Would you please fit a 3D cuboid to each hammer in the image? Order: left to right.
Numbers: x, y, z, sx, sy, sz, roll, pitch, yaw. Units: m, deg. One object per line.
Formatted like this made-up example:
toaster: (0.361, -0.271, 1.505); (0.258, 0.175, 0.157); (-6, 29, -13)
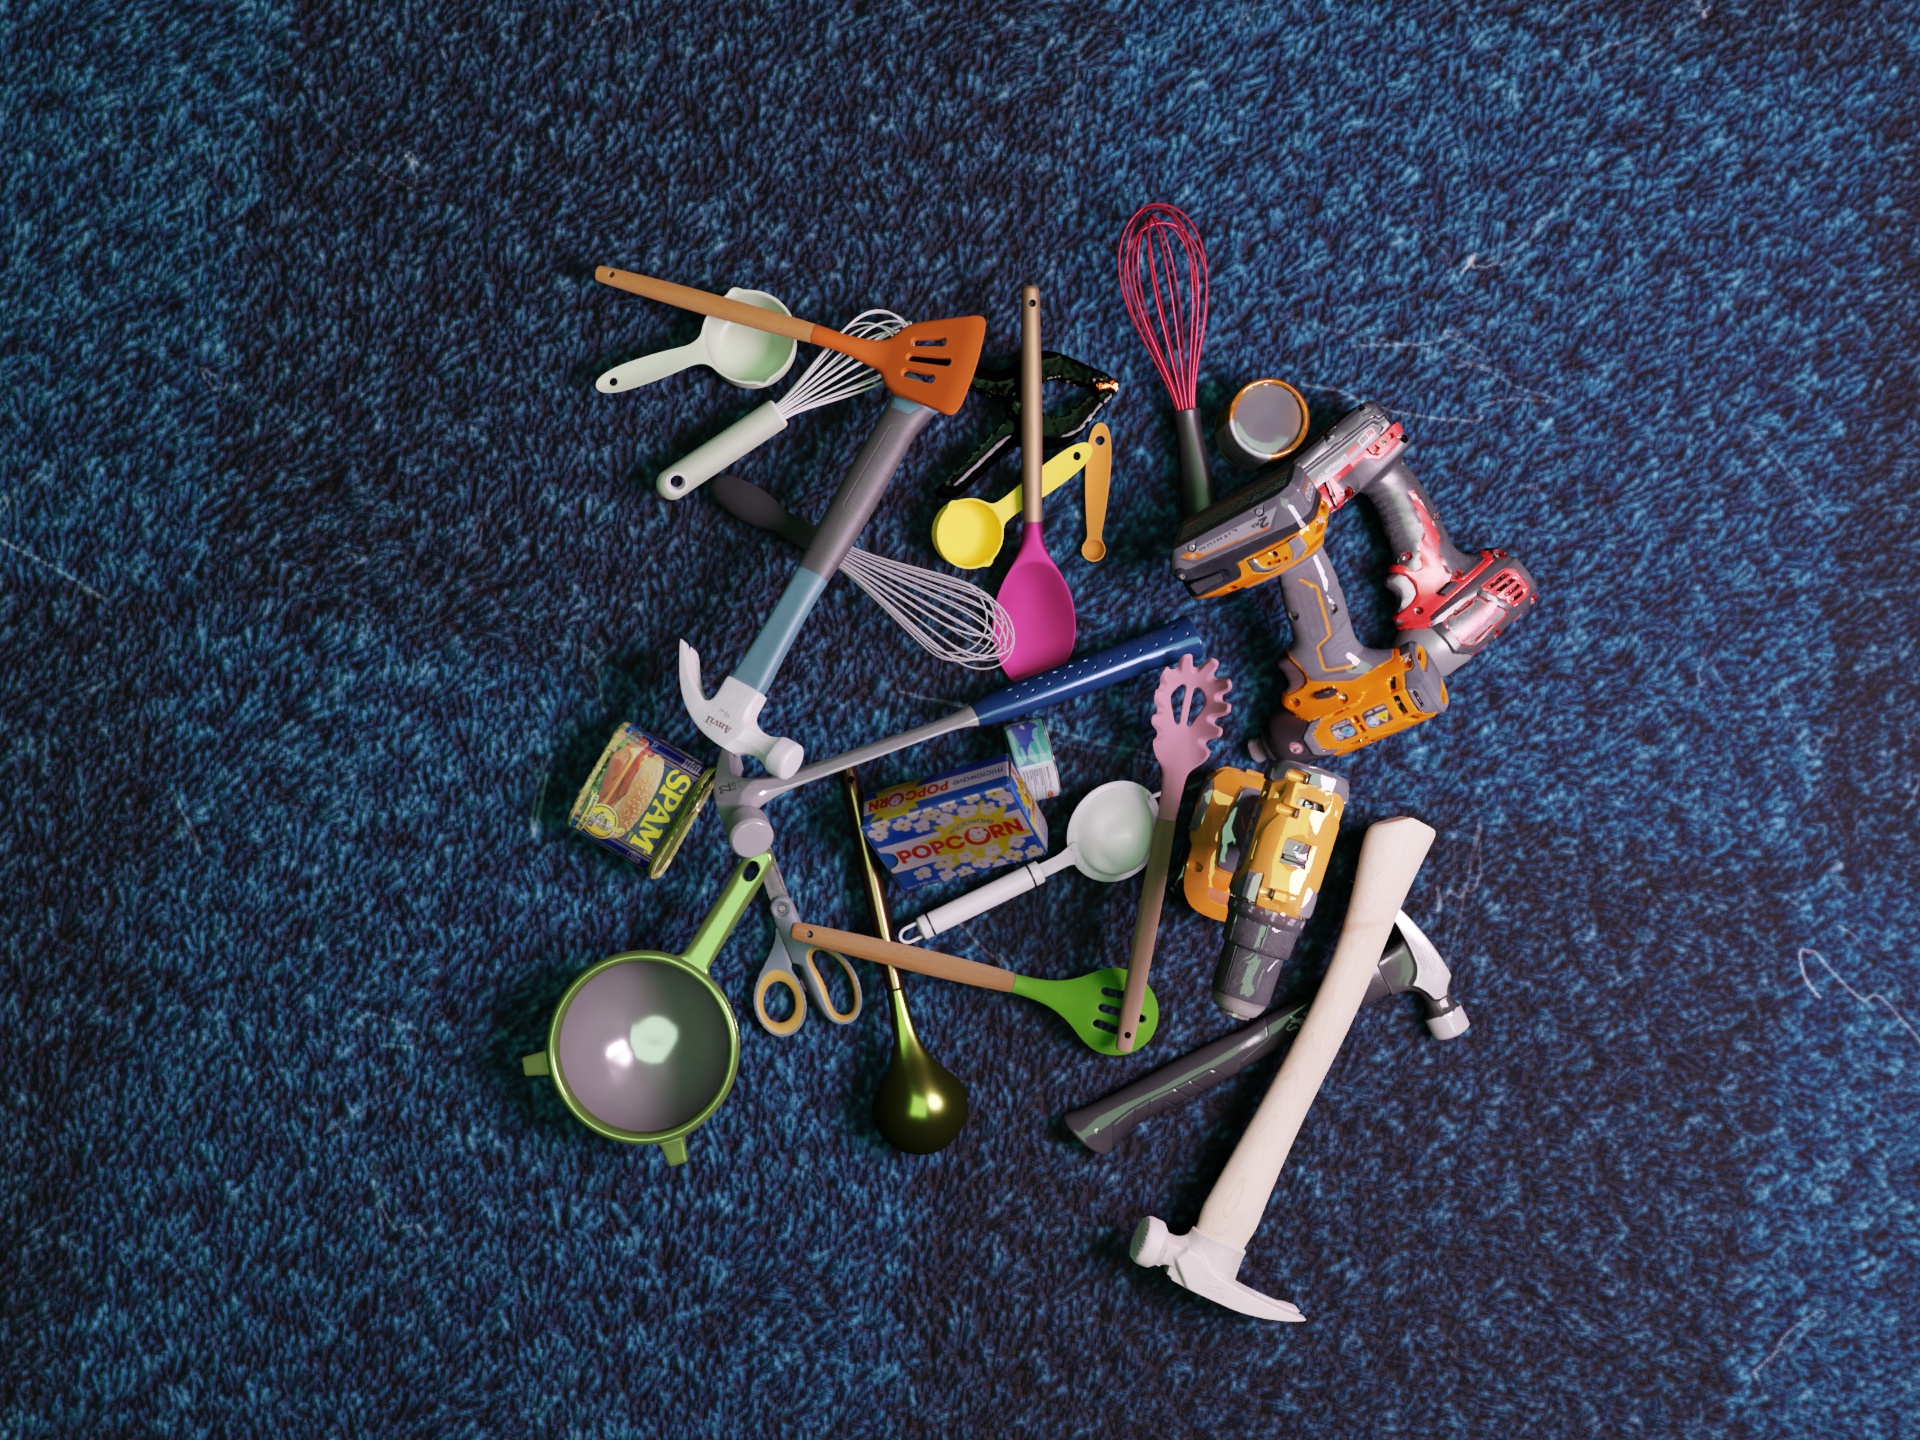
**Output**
hammer: (-0.107, -0.124, 1.233); (0.128, 0.033, 0.331); (26, 81, 19)
hammer: (-0.002, -0.004, 1.262); (0.405, 0.144, 0.035); (-20, 120, -9)
hammer: (0.236, 0.258, 1.297); (0.335, 0.035, 0.146); (-27, 90, -2)
hammer: (0.286, 0.271, 1.264); (0.146, 0.038, 0.410); (26, 89, -4)

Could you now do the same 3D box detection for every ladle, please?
ladle: (-0.059, 0.192, 1.291); (0.078, 0.062, 0.320); (-12, 82, -7)

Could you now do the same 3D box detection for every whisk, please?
whisk: (-0.141, -0.253, 1.284); (0.246, 0.059, 0.057); (-34, 111, -2)
whisk: (-0.082, -0.123, 1.278); (0.284, 0.070, 0.070); (30, 88, 8)
whisk: (0.180, -0.272, 1.297); (0.073, 0.073, 0.296); (-10, 96, -2)

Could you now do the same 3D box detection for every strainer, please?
strainer: (-0.219, 0.210, 1.265); (0.151, 0.069, 0.256); (31, 87, 1)
strainer: (0.068, 0.122, 1.280); (0.258, 0.050, 0.086); (-25, 112, -5)

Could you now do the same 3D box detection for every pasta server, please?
pasta server: (0.158, 0.105, 1.254); (0.060, 0.040, 0.316); (11, 88, 1)

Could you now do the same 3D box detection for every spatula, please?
spatula: (-0.139, -0.313, 1.246); (0.322, 0.041, 0.081); (17, 86, 7)

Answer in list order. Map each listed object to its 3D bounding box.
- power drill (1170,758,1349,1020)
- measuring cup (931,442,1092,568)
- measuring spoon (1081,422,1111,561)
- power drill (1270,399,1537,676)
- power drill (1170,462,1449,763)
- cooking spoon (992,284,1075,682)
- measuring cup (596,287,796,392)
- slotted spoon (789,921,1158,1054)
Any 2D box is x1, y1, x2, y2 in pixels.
power drill: (0.219, 0.122, 1.203); (0.084, 0.226, 0.185); (18, 88, -2)
measuring cup: (0.043, -0.182, 1.305); (0.156, 0.029, 0.062); (-37, 108, -12)
measuring spoon: (0.113, -0.188, 1.316); (0.021, 0.011, 0.117); (3, 85, 8)
power drill: (0.349, -0.137, 1.291); (0.143, 0.078, 0.219); (-41, 93, -2)
power drill: (0.258, -0.069, 1.251); (0.164, 0.084, 0.226); (-27, 107, 28)
cooking spoon: (0.058, -0.186, 1.282); (0.068, 0.017, 0.319); (-2, 101, -5)
measuring cup: (-0.213, -0.294, 1.293); (0.167, 0.038, 0.083); (-18, 89, 0)
slotted spoon: (0.016, 0.205, 1.267); (0.313, 0.031, 0.070); (16, 81, -10)
